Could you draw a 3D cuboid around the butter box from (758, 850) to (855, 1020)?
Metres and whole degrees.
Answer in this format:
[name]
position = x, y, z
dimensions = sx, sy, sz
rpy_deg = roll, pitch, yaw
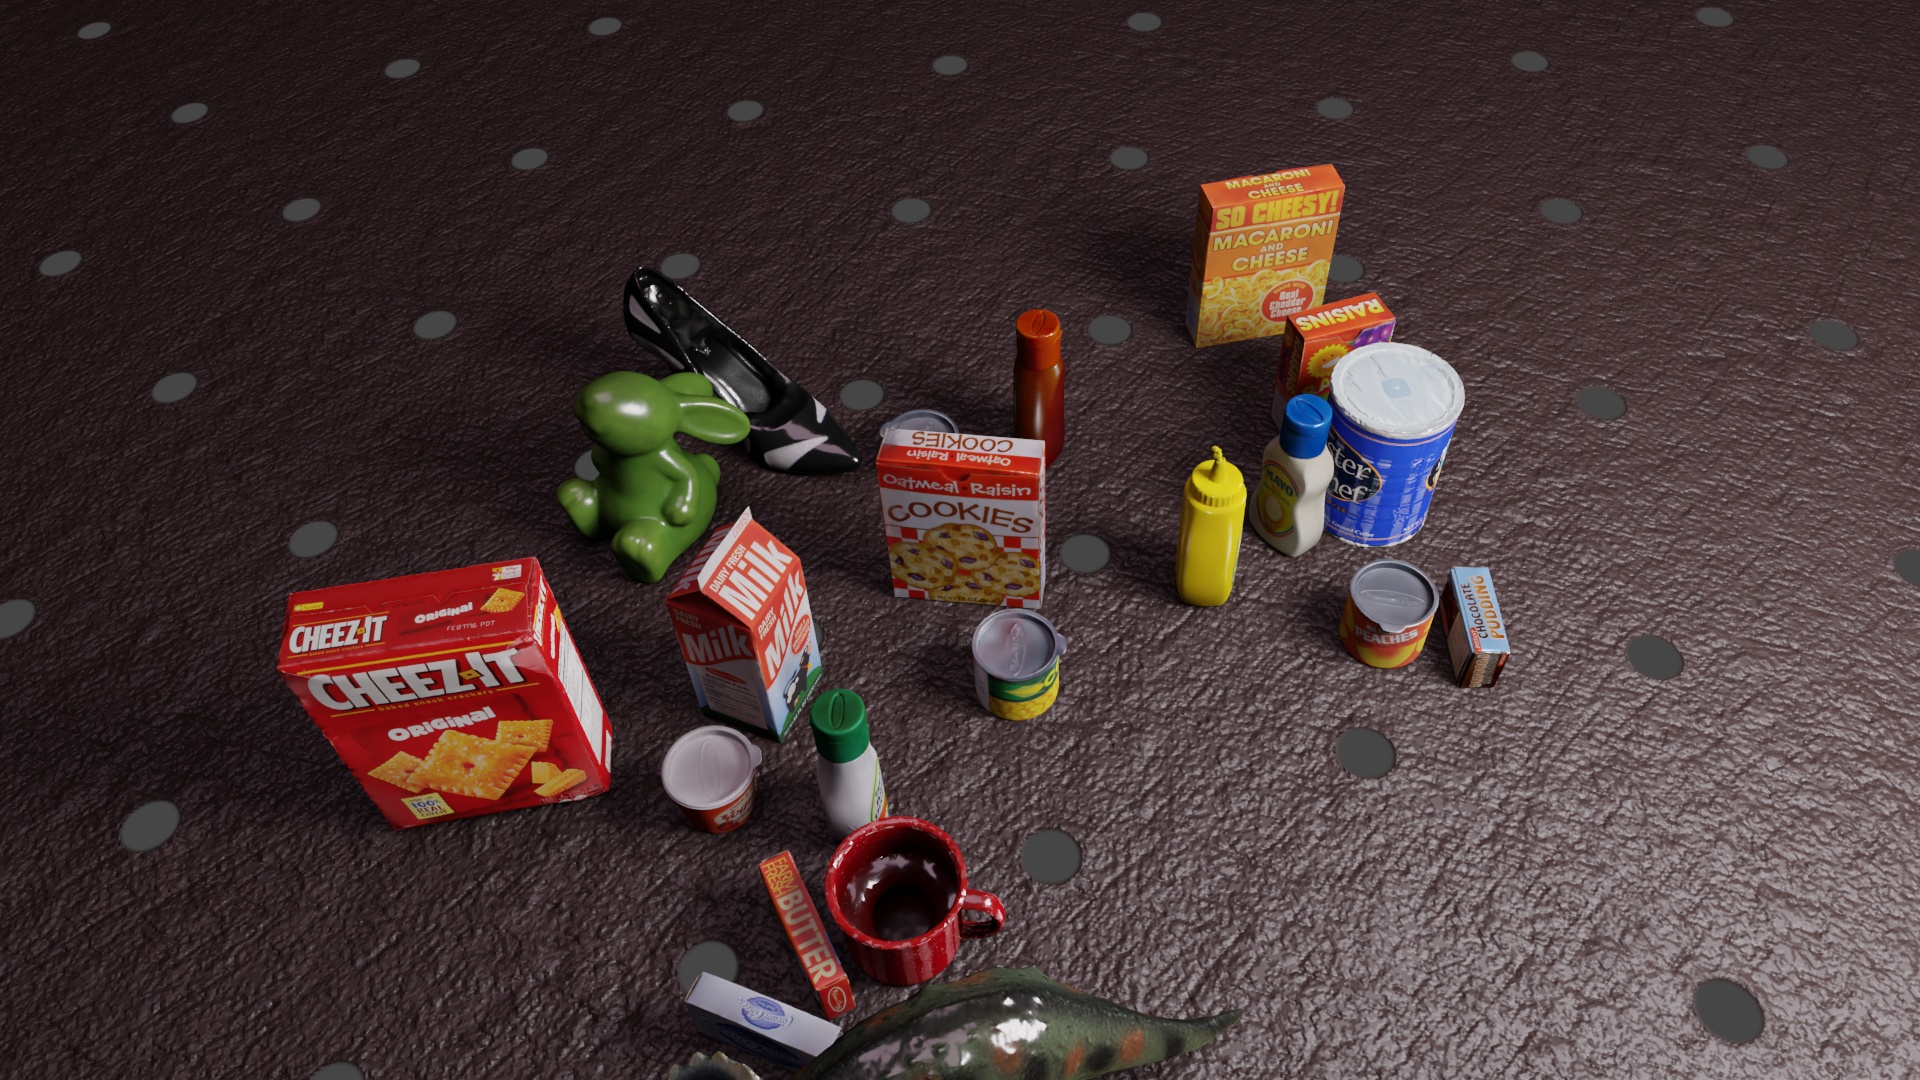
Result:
[butter box]
position = -0.104, 0.265, 0.936
dimensions = 0.024, 0.052, 0.104
rpy_deg = -23, 53, -15

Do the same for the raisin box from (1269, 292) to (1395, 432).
[raisin box]
position = 0.322, -0.150, 1.212
dimensions = 0.086, 0.122, 0.040
rpy_deg = -15, 51, -9

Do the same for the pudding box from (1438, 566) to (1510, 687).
[pudding box]
position = 0.397, 0.066, 1.076
dimensions = 0.030, 0.049, 0.084
rpy_deg = 0, 50, 3

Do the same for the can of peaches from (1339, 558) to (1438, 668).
[can of peaches]
position = 0.332, 0.059, 1.080
dimensions = 0.071, 0.057, 0.071
rpy_deg = -2, 50, 2

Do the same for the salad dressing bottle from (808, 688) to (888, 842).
[salad dressing bottle]
position = -0.078, 0.158, 0.963
dimensions = 0.044, 0.146, 0.064
rpy_deg = -1, 50, 3

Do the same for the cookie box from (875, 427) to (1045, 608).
[cookie box]
position = 0.004, -0.014, 1.088
dimensions = 0.123, 0.166, 0.040
rpy_deg = 5, 51, 7

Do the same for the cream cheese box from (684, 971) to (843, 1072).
[cream cheese box]
position = -0.123, 0.316, 0.895
dimensions = 0.104, 0.053, 0.024
rpy_deg = 16, 53, 16

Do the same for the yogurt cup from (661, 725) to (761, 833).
[yogurt cup]
position = -0.179, 0.177, 1.013
dimensions = 0.072, 0.053, 0.073
rpy_deg = -2, 50, 2

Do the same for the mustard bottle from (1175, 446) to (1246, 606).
[mustard bottle]
position = 0.196, -0.015, 1.083
dimensions = 0.049, 0.159, 0.065
rpy_deg = 4, 51, 7

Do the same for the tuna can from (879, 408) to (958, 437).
[tuna can]
position = -0.036, -0.083, 1.235
dimensions = 0.071, 0.032, 0.071
rpy_deg = -2, 50, 2

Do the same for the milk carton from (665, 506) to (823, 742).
[milk carton]
position = -0.158, 0.061, 1.020
dimensions = 0.073, 0.189, 0.073
rpy_deg = 17, 54, 17

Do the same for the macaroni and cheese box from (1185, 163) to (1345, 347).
[macaroni and cheese box]
position = 0.276, -0.260, 1.278
dimensions = 0.124, 0.165, 0.040
rpy_deg = -10, 51, -5

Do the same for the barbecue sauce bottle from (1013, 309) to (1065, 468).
[barbecue sauce bottle]
position = 0.068, -0.132, 1.195
dimensions = 0.044, 0.147, 0.065
rpy_deg = 12, 52, 13

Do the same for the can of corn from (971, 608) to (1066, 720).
[can of corn]
position = 0.045, 0.096, 1.065
dimensions = 0.071, 0.058, 0.071
rpy_deg = -2, 50, 2

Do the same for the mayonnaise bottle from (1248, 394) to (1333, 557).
[mayonnaise bottle]
position = 0.269, -0.054, 1.119
dimensions = 0.041, 0.147, 0.065
rpy_deg = -30, 55, -20
